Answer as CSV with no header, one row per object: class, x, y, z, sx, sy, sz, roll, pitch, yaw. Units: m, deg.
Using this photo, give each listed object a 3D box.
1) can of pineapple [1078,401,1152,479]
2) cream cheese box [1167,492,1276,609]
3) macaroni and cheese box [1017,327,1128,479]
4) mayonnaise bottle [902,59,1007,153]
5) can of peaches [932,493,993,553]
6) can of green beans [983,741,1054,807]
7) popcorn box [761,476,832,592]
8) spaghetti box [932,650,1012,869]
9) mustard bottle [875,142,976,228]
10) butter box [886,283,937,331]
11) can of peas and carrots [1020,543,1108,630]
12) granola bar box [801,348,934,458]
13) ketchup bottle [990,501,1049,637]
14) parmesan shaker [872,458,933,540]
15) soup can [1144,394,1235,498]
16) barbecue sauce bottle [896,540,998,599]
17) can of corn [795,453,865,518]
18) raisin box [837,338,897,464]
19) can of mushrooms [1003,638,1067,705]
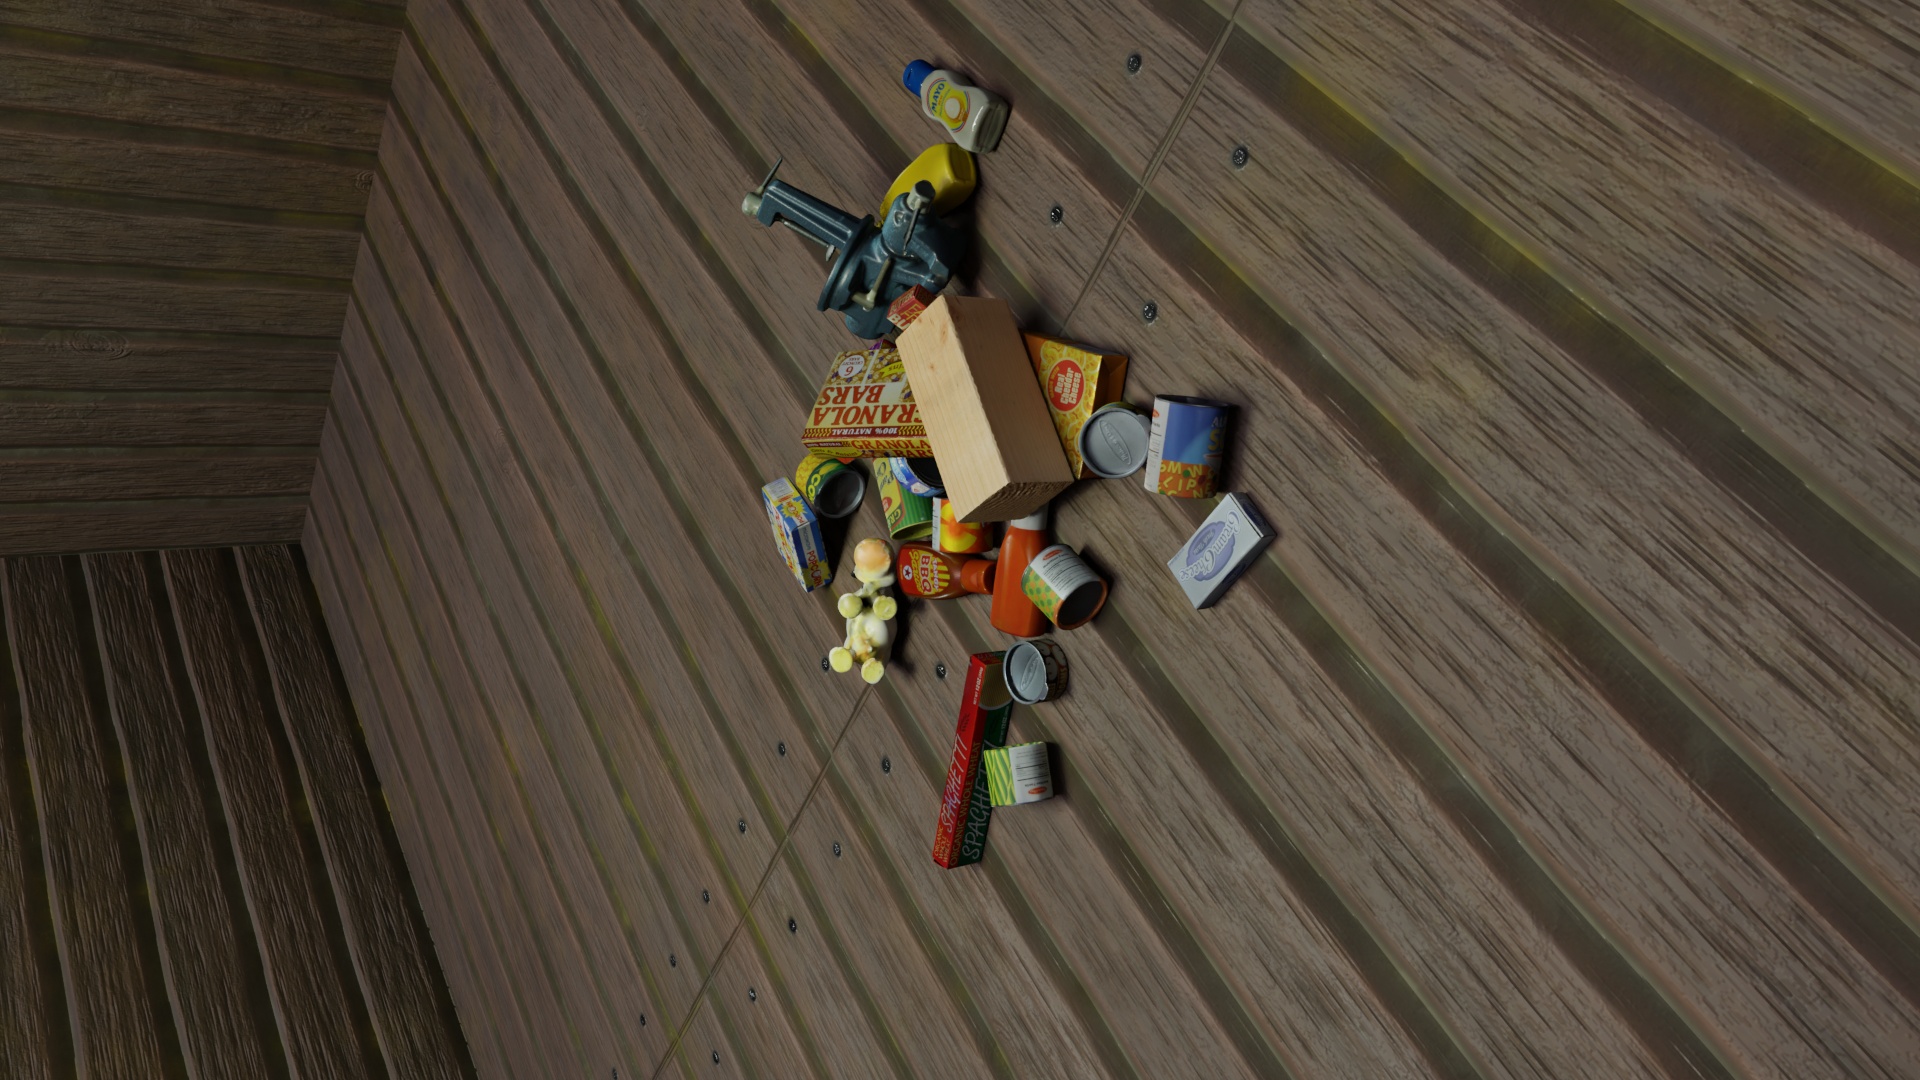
can of pineapple,0.148,-0.094,1.290,0.071,0.058,0.071,2,102,11
cream cheese box,0.231,0.009,1.240,0.103,0.024,0.053,-55,53,37
macaroni and cheese box,0.087,-0.142,1.394,0.166,0.040,0.123,25,111,47
mayonnaise bottle,-0.009,-0.471,1.487,0.148,0.041,0.064,47,126,37
can of peaches,0.005,-0.019,1.484,0.071,0.071,0.058,10,100,50
can of green beans,0.060,0.241,1.433,0.071,0.071,0.058,-16,80,50
popcorn box,-0.201,-0.007,1.711,0.085,0.038,0.126,51,160,35
spaghetti box,0.016,0.239,1.500,0.029,0.050,0.249,29,114,47
mustard bottle,-0.046,-0.381,1.533,0.159,0.049,0.065,-21,75,50
butter box,-0.023,-0.226,1.479,0.053,0.103,0.024,-25,38,48
can of peas and carrots,0.103,0.048,1.369,0.059,0.071,0.070,46,126,37
granola bar box,-0.077,-0.148,1.487,0.165,0.039,0.125,1,58,31
ketchup bottle,0.066,0.022,1.428,0.065,0.043,0.148,18,106,48
parmesan shaker,-0.059,-0.058,1.559,0.071,0.071,0.103,-30,69,48
soup can,0.204,-0.084,1.238,0.071,0.071,0.083,20,109,48
barbecue sauce bottle,-0.010,0.036,1.521,0.148,0.044,0.064,5,101,50
can of corn,-0.160,-0.069,1.676,0.058,0.071,0.071,42,123,42
raisin box,-0.109,-0.159,1.590,0.086,0.040,0.124,-29,41,48
can of mushrooms,0.078,0.136,1.429,0.071,0.033,0.071,4,95,50
